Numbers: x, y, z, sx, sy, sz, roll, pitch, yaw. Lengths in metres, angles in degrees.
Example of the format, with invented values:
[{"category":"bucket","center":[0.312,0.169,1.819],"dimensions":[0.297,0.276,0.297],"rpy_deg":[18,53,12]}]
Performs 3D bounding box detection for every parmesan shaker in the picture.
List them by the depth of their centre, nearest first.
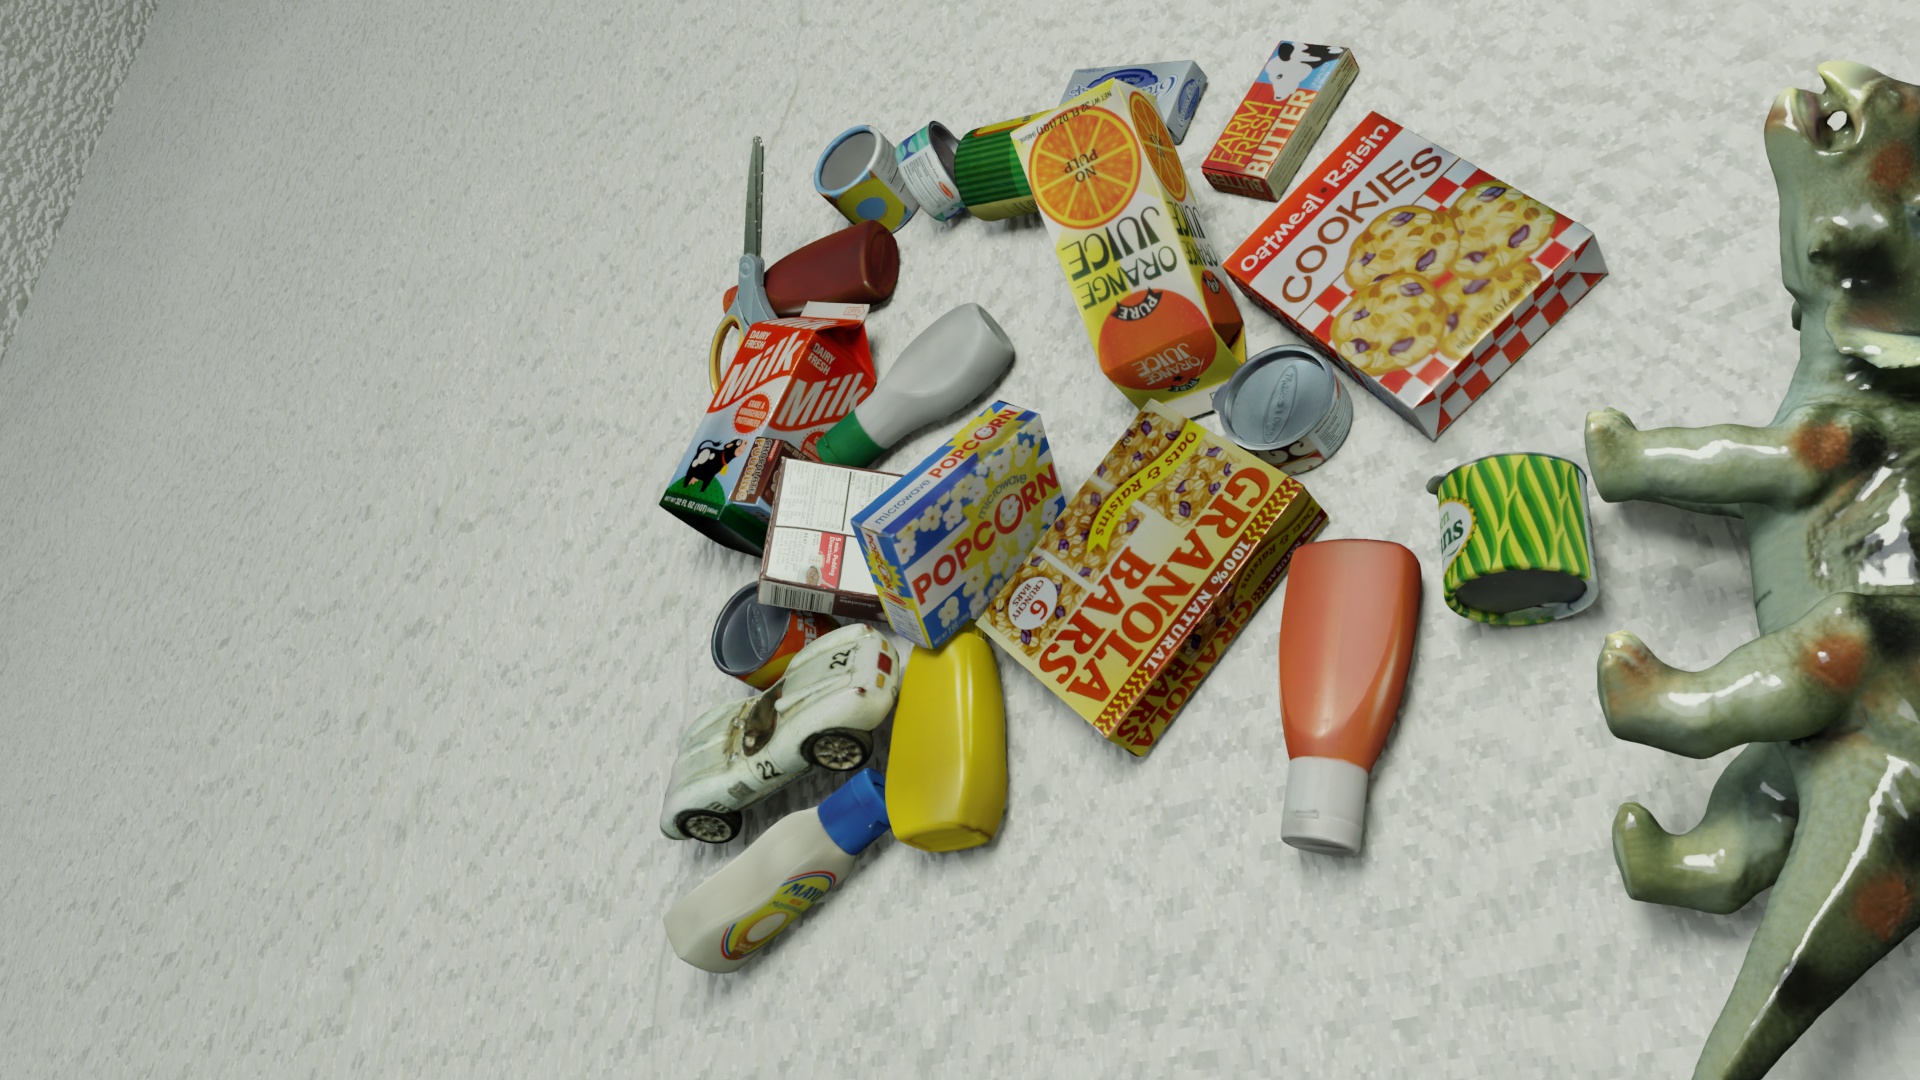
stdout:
[{"category":"parmesan shaker","center":[0.052,-0.258,0.946],"dimensions":[0.103,0.071,0.071],"rpy_deg":[1,65,41]}]

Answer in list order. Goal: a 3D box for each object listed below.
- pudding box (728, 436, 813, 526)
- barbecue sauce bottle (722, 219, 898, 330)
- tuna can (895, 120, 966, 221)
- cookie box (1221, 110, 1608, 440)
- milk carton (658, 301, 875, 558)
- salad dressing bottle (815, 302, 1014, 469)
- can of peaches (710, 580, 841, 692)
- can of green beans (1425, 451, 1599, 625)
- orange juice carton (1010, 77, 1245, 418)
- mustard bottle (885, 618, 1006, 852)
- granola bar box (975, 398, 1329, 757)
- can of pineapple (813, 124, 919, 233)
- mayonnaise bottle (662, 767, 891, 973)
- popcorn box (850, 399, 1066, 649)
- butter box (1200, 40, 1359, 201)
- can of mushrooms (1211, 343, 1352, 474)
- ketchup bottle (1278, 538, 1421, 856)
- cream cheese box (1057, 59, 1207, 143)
[{"category":"pudding box","center":[-0.110,-0.028,0.928],"dimensions":[0.030,0.083,0.050],"rpy_deg":[8,70,41]},{"category":"barbecue sauce bottle","center":[-0.118,-0.196,1.065],"dimensions":[0.148,0.043,0.065],"rpy_deg":[-11,61,34]},{"category":"tuna can","center":[-0.016,-0.270,1.015],"dimensions":[0.032,0.071,0.071],"rpy_deg":[-27,50,25]},{"category":"cookie box","center":[0.241,-0.149,0.758],"dimensions":[0.123,0.040,0.168],"rpy_deg":[-45,47,7]},{"category":"milk carton","center":[-0.127,-0.087,0.985],"dimensions":[0.072,0.073,0.191],"rpy_deg":[12,72,42]},{"category":"salad dressing bottle","center":[-0.033,-0.098,0.939],"dimensions":[0.147,0.044,0.064],"rpy_deg":[-38,48,16]},{"category":"can of peaches","center":[-0.115,0.065,0.894],"dimensions":[0.071,0.058,0.071],"rpy_deg":[-19,53,28]},{"category":"can of green beans","center":[0.254,0.000,0.637],"dimensions":[0.071,0.071,0.058],"rpy_deg":[-12,58,33]},{"category":"orange juice carton","center":[0.106,-0.163,0.814],"dimensions":[0.071,0.073,0.192],"rpy_deg":[-22,89,27]},{"category":"mustard bottle","center":[-0.005,0.095,0.796],"dimensions":[0.065,0.048,0.161],"rpy_deg":[-17,54,32]},{"category":"granola bar box","center":[0.102,0.018,0.765],"dimensions":[0.165,0.039,0.124],"rpy_deg":[-52,45,0]},{"category":"can of pineapple","center":[-0.072,-0.275,1.066],"dimensions":[0.071,0.057,0.071],"rpy_deg":[-19,54,29]},{"category":"mayonnaise bottle","center":[-0.099,0.191,0.804],"dimensions":[0.148,0.064,0.041],"rpy_deg":[-40,53,7]},{"category":"popcorn box","center":[0.003,-0.010,0.795],"dimensions":[0.038,0.084,0.127],"rpy_deg":[20,50,43]},{"category":"butter box","center":[0.200,-0.264,0.870],"dimensions":[0.053,0.024,0.103],"rpy_deg":[28,83,44]},{"category":"can of mushrooms","center":[0.177,-0.072,0.765],"dimensions":[0.071,0.033,0.071],"rpy_deg":[-19,55,29]},{"category":"ketchup bottle","center":[0.181,0.073,0.666],"dimensions":[0.064,0.043,0.149],"rpy_deg":[-4,62,38]},{"category":"cream cheese box","center":[0.115,-0.300,0.959],"dimensions":[0.104,0.024,0.053],"rpy_deg":[12,74,42]}]
